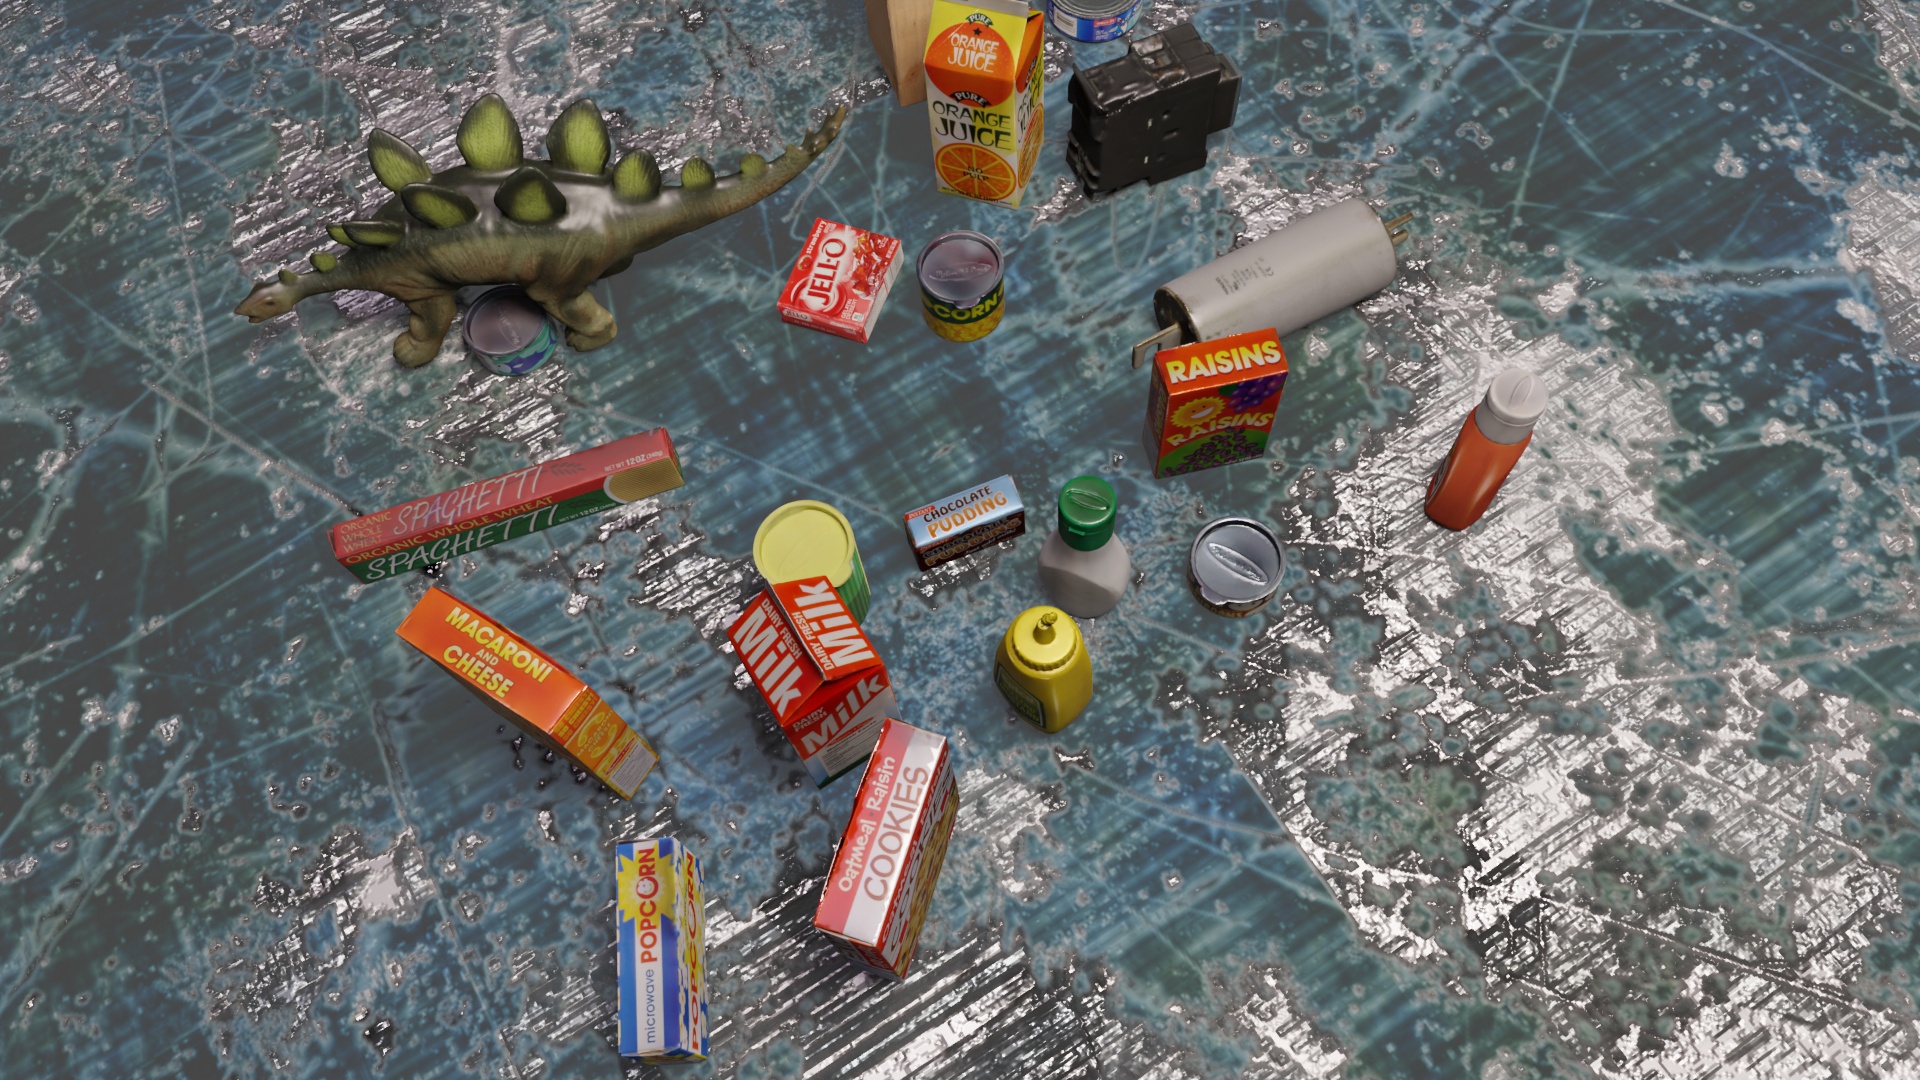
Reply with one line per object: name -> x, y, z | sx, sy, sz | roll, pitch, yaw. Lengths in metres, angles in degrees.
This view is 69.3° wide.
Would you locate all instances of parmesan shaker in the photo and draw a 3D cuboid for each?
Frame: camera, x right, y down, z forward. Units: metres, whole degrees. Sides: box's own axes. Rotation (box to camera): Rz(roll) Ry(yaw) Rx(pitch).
parmesan shaker -> -0.098, 0.026, 0.951 | 0.071, 0.102, 0.071 | -1, 66, 3

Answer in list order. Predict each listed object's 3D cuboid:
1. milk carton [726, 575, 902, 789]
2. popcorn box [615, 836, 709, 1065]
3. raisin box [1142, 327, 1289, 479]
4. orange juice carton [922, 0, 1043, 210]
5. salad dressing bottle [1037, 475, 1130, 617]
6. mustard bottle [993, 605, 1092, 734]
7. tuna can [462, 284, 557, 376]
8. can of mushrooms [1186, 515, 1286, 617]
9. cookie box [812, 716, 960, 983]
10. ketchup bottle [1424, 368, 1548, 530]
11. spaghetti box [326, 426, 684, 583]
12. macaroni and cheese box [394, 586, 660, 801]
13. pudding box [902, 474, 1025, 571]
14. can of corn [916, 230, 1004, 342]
milk carton -> -0.090, 0.086, 0.875 | 0.073, 0.189, 0.072 | -31, 68, -10
popcorn box -> -0.184, 0.255, 0.860 | 0.038, 0.085, 0.127 | -7, 65, 0
raisin box -> 0.177, -0.095, 0.979 | 0.086, 0.123, 0.040 | -12, 66, -2
orange juice carton -> 0.020, -0.347, 1.065 | 0.072, 0.192, 0.073 | 16, 68, 10
salad dressing bottle -> 0.083, 0.005, 0.925 | 0.064, 0.147, 0.044 | 20, 69, 12
mustard bottle -> 0.052, 0.076, 0.888 | 0.065, 0.159, 0.049 | 41, 74, 19
tuna can -> -0.351, -0.166, 1.091 | 0.071, 0.032, 0.071 | -1, 65, 3
can of mushrooms -> 0.191, 0.021, 0.974 | 0.071, 0.033, 0.071 | -1, 65, 3
cookie box -> -0.040, 0.191, 0.836 | 0.040, 0.166, 0.123 | 15, 68, 10
ketchup bottle -> 0.357, -0.063, 0.940 | 0.043, 0.148, 0.065 | 29, 71, 15
spaghetti box -> -0.329, -0.025, 1.016 | 0.250, 0.050, 0.029 | -18, 66, -5
macaroni and cheese box -> -0.272, 0.101, 0.891 | 0.124, 0.165, 0.040 | 29, 71, 15
pudding box -> 0.004, -0.012, 0.991 | 0.084, 0.049, 0.030 | -20, 66, -6
can of corn -> 0.002, -0.193, 1.069 | 0.071, 0.058, 0.071 | -1, 66, 3
